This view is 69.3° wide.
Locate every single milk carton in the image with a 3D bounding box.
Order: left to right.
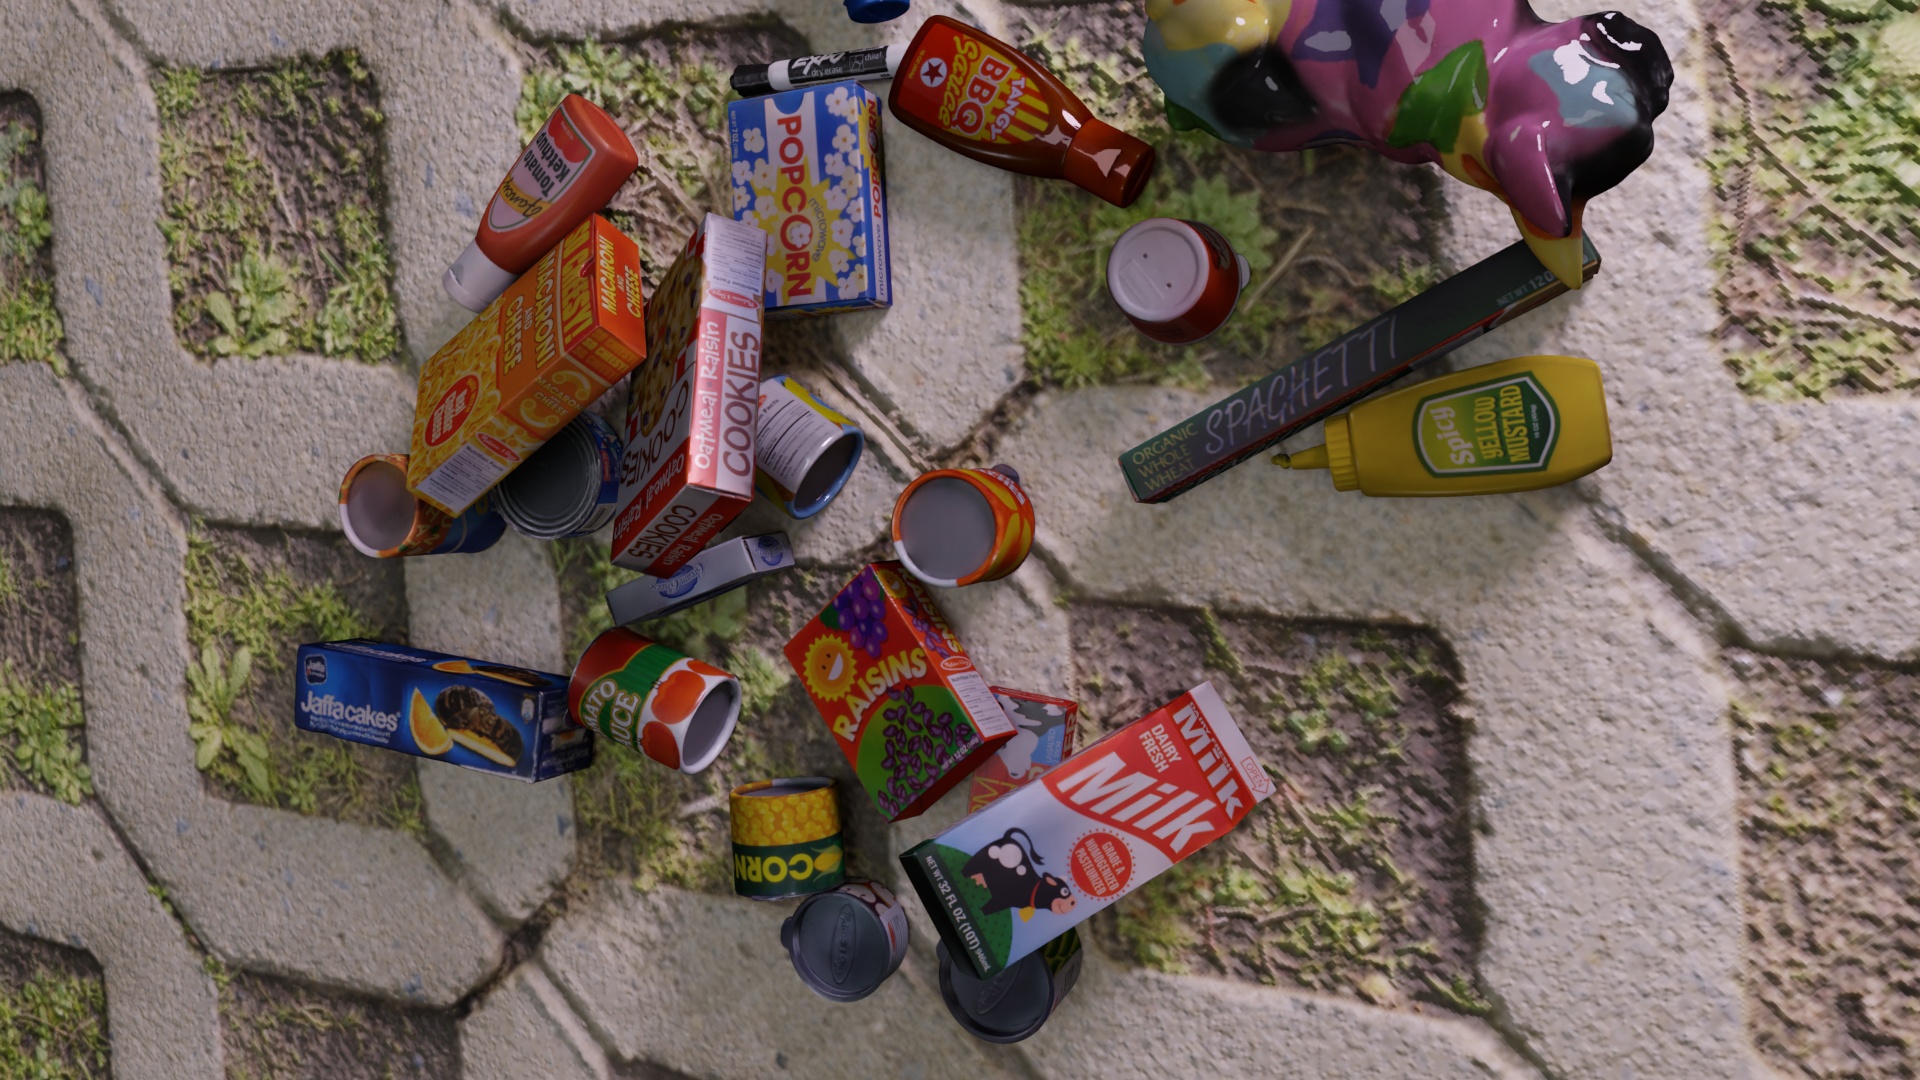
[{"bbox_3d":[0.070,0.147,0.724,0.191,0.073,0.072,-28,82,-14],"label":"milk carton"}]

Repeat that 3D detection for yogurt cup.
[{"bbox_3d":[0.110,-0.139,0.732,0.072,0.054,0.072,1,93,22],"label":"yogurt cup"}]

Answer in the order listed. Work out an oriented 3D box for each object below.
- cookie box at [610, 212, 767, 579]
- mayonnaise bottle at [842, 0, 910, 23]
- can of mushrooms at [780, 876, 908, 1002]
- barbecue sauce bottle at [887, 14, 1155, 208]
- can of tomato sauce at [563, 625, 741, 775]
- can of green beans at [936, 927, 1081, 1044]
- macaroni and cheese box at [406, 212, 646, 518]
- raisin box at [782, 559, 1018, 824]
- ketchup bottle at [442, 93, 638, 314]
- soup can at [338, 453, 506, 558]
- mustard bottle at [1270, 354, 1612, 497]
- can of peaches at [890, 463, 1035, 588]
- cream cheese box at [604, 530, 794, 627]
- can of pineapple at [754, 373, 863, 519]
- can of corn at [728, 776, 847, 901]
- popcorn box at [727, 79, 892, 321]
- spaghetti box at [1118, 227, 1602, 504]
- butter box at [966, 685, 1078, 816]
[{"bbox_3d":[-0.151,-0.078,0.778,0.122,0.040,0.168,-35,49,52],"label":"cookie box"},{"bbox_3d":[-0.059,-0.372,0.786,0.041,0.065,0.148,-10,92,24],"label":"mayonnaise bottle"},{"bbox_3d":[-0.068,0.235,0.825,0.071,0.033,0.071,1,93,21],"label":"can of mushrooms"},{"bbox_3d":[0.035,-0.231,0.763,0.149,0.044,0.064,32,102,16],"label":"barbecue sauce bottle"},{"bbox_3d":[-0.187,0.098,0.845,0.083,0.071,0.071,21,99,18],"label":"can of tomato sauce"},{"bbox_3d":[0.029,0.237,0.774,0.071,0.058,0.071,1,93,21],"label":"can of green beans"},{"bbox_3d":[-0.266,-0.108,0.850,0.166,0.040,0.124,-36,43,18],"label":"macaroni and cheese box"},{"bbox_3d":[-0.036,0.084,0.789,0.085,0.040,0.123,-44,68,26],"label":"raisin box"},{"bbox_3d":[-0.269,-0.207,0.879,0.148,0.043,0.065,-44,65,17],"label":"ketchup bottle"},{"bbox_3d":[-0.342,-0.025,0.892,0.071,0.084,0.071,1,92,21],"label":"soup can"},{"bbox_3d":[0.234,-0.050,0.690,0.160,0.049,0.065,-10,87,21],"label":"mustard bottle"},{"bbox_3d":[0.003,-0.010,0.775,0.071,0.058,0.071,1,93,21],"label":"can of peaches"},{"bbox_3d":[-0.157,0.023,0.840,0.103,0.053,0.024,-21,87,20],"label":"cream cheese box"},{"bbox_3d":[-0.098,-0.054,0.810,0.058,0.071,0.071,37,104,15],"label":"can of pineapple"},{"bbox_3d":[-0.103,0.174,0.815,0.071,0.071,0.058,-4,90,21],"label":"can of corn"},{"bbox_3d":[-0.088,-0.196,0.814,0.085,0.038,0.126,-3,91,22],"label":"popcorn box"},{"bbox_3d":[0.196,-0.086,0.703,0.249,0.050,0.029,-28,81,20],"label":"spaghetti box"},{"bbox_3d":[0.033,0.138,0.787,0.053,0.024,0.103,8,94,21],"label":"butter box"}]
